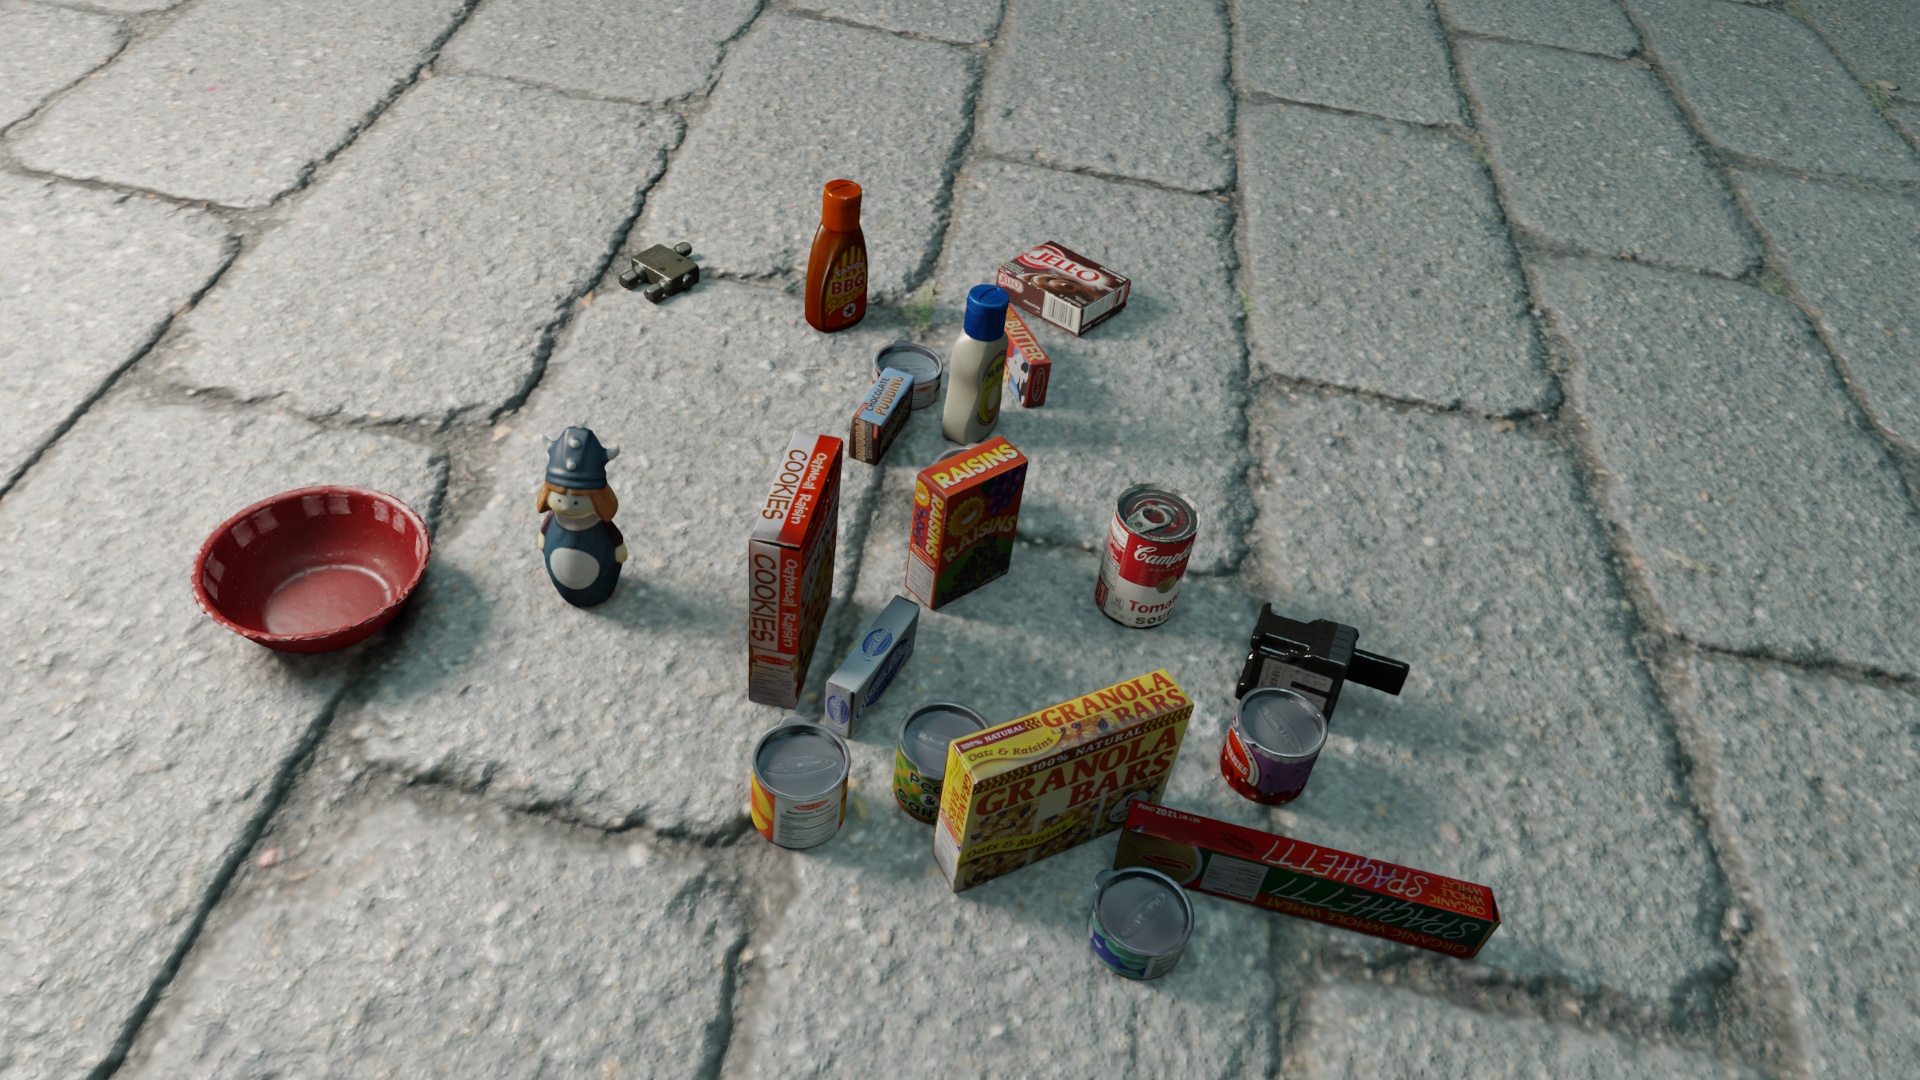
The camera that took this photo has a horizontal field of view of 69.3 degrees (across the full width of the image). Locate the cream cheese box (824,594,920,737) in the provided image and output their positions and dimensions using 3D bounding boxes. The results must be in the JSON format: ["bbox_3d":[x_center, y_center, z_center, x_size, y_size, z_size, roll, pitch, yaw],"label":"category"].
[{"bbox_3d":[-0.065,0.093,1.032,0.024,0.053,0.104,23,44,15],"label":"cream cheese box"}]

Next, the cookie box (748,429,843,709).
[{"bbox_3d":[-0.120,0.022,1.016,0.040,0.166,0.123,11,43,2],"label":"cookie box"}]

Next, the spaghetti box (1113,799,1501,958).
[{"bbox_3d":[0.230,0.229,0.937,0.250,0.049,0.029,13,43,5],"label":"spaghetti box"}]

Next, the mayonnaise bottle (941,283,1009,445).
[{"bbox_3d":[0.017,-0.158,1.246,0.041,0.147,0.065,28,46,20],"label":"mayonnaise bottle"}]

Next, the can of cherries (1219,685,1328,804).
[{"bbox_3d":[0.225,0.150,1.015,0.071,0.058,0.072,5,43,-4],"label":"can of cherries"}]

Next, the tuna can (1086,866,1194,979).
[{"bbox_3d":[0.115,0.249,0.909,0.071,0.032,0.071,5,43,-4],"label":"tuna can"}]

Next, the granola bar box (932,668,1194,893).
[{"bbox_3d":[0.066,0.160,0.930,0.166,0.123,0.039,-15,48,-24],"label":"granola bar box"}]

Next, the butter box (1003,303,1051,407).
[{"bbox_3d":[0.054,-0.181,1.346,0.024,0.052,0.104,-11,46,-20],"label":"butter box"}]

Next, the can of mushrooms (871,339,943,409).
[{"bbox_3d":[-0.051,-0.157,1.318,0.071,0.033,0.071,5,43,-4],"label":"can of mushrooms"}]

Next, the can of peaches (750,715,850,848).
[{"bbox_3d":[-0.109,0.164,0.944,0.071,0.057,0.071,5,43,-4],"label":"can of peaches"}]

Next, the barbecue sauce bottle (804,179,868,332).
[{"bbox_3d":[-0.119,-0.277,1.351,0.065,0.147,0.044,-28,54,-33],"label":"barbecue sauce bottle"}]

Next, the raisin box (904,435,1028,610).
[{"bbox_3d":[0.004,-0.014,1.107,0.086,0.122,0.040,-25,52,-31],"label":"raisin box"}]

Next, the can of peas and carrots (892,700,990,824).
[{"bbox_3d":[-0.013,0.157,0.968,0.071,0.058,0.071,5,43,-4],"label":"can of peas and carrots"}]

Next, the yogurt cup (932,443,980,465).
[{"bbox_3d":[0.007,-0.039,1.185,0.072,0.053,0.073,5,43,-4],"label":"yogurt cup"}]

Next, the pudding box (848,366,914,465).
[{"bbox_3d":[-0.071,-0.113,1.255,0.030,0.049,0.084,18,43,10],"label":"pudding box"}]
